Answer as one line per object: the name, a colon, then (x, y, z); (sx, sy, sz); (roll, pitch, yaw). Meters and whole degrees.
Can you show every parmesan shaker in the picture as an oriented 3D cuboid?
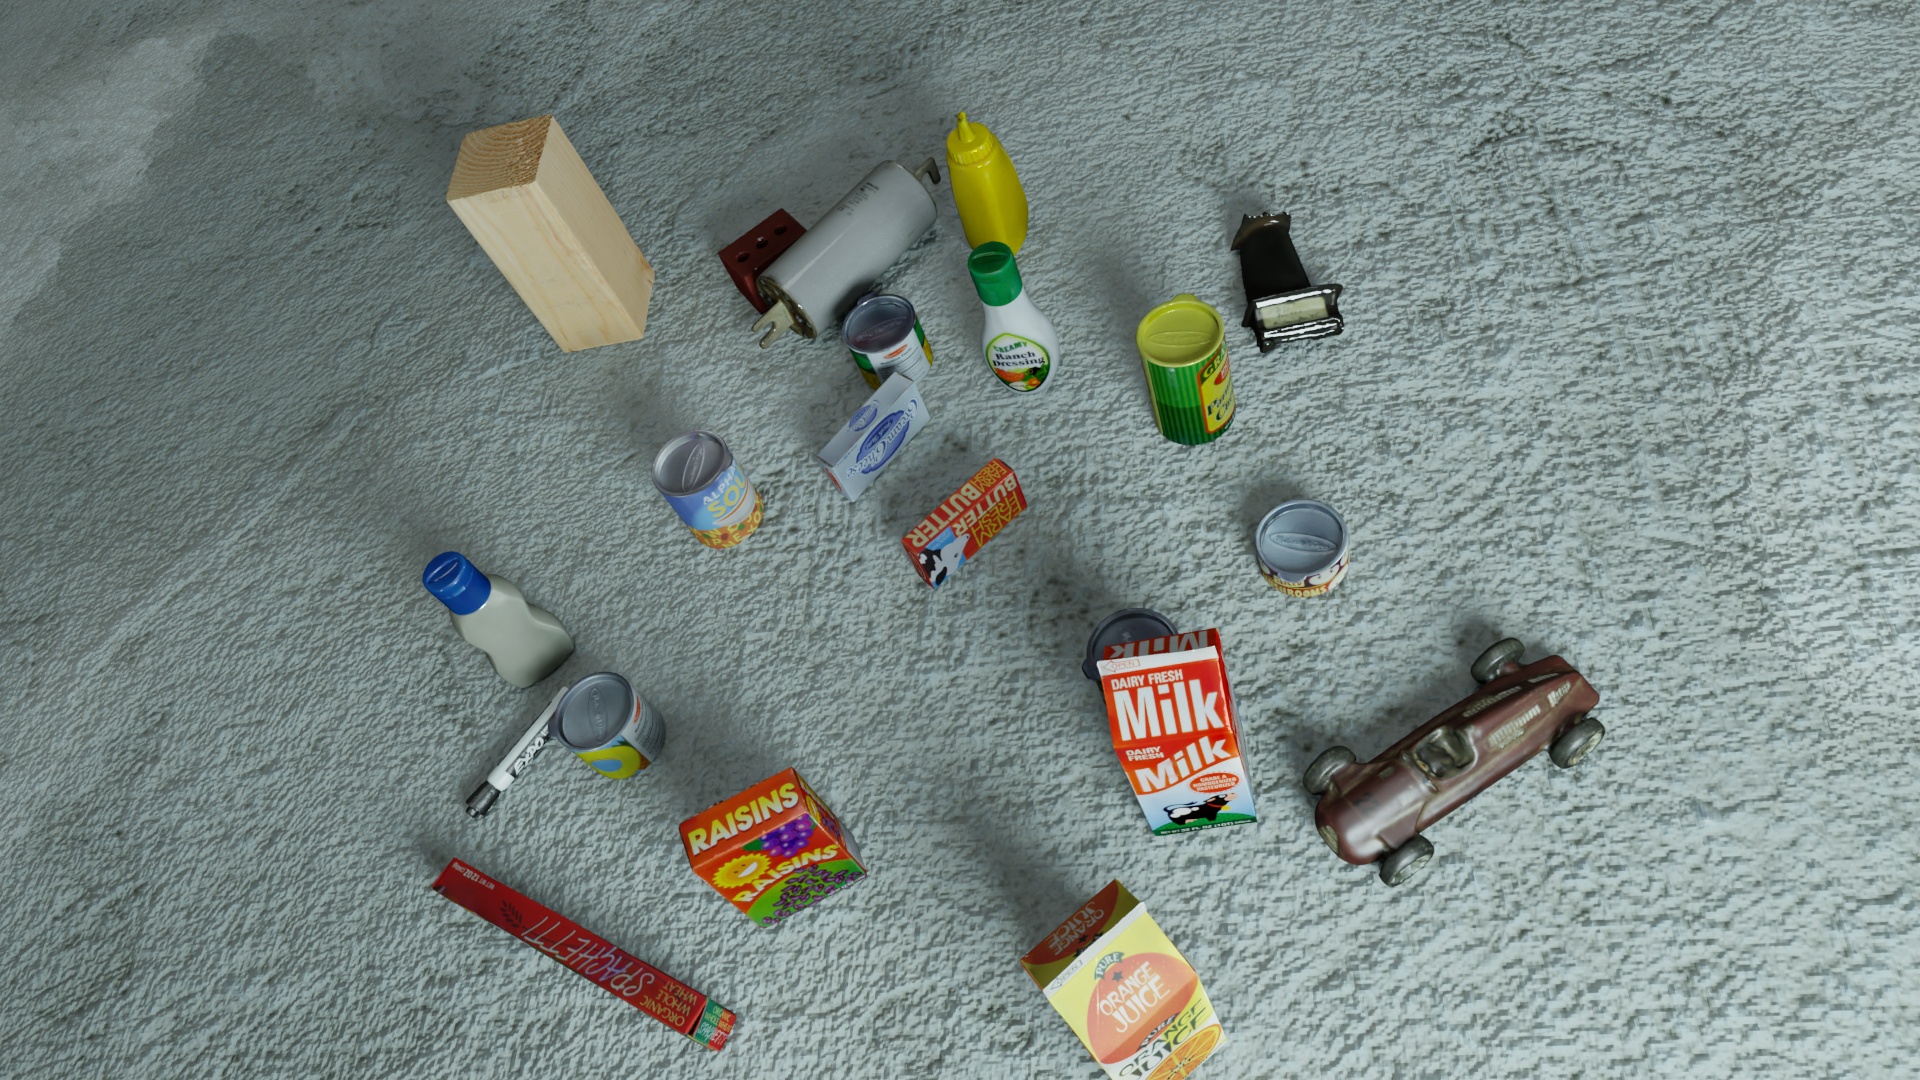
parmesan shaker: (0.178, -0.131, 1.080); (0.071, 0.102, 0.071); (-8, 56, 13)

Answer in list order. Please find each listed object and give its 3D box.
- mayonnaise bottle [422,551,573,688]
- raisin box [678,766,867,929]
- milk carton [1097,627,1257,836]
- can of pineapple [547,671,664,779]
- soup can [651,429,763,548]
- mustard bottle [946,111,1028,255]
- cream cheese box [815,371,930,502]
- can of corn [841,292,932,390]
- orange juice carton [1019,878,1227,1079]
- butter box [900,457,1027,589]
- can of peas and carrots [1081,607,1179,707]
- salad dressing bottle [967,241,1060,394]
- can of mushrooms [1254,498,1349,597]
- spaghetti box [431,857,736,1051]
mayonnaise bottle: (-0.368, 0.061, 1.099); (0.065, 0.147, 0.041); (-39, 55, -9)
raisin box: (-0.124, 0.209, 0.939); (0.086, 0.123, 0.040); (-27, 54, 0)
milk carton: (0.138, 0.116, 0.876); (0.072, 0.189, 0.074); (-10, 56, 12)
can of pineapple: (-0.271, 0.143, 1.069); (0.071, 0.057, 0.071); (-8, 56, 13)
soup can: (-0.206, -0.041, 1.154); (0.071, 0.083, 0.072); (-8, 56, 13)
mustard bottle: (0.019, -0.317, 1.218); (0.049, 0.159, 0.065); (10, 62, 24)
cream cheese box: (-0.072, -0.087, 1.160); (0.024, 0.053, 0.104); (31, 71, 31)
can of corn: (-0.063, -0.173, 1.211); (0.071, 0.058, 0.071); (-8, 56, 13)
orange juice carton: (0.093, 0.259, 0.794); (0.072, 0.192, 0.073); (-38, 55, -8)
butter box: (0.004, -0.014, 1.088); (0.104, 0.053, 0.024); (-42, 55, -11)
can of peas and carrots: (0.124, 0.091, 0.977); (0.071, 0.058, 0.071); (-8, 56, 13)
salad dressing bottle: (0.041, -0.179, 1.127); (0.064, 0.147, 0.044); (-1, 58, 17)
can of mushrooms: (0.248, 0.008, 1.009); (0.071, 0.033, 0.071); (-8, 56, 12)
spaghetti box: (-0.267, 0.289, 0.976); (0.250, 0.050, 0.029); (18, 65, 27)
